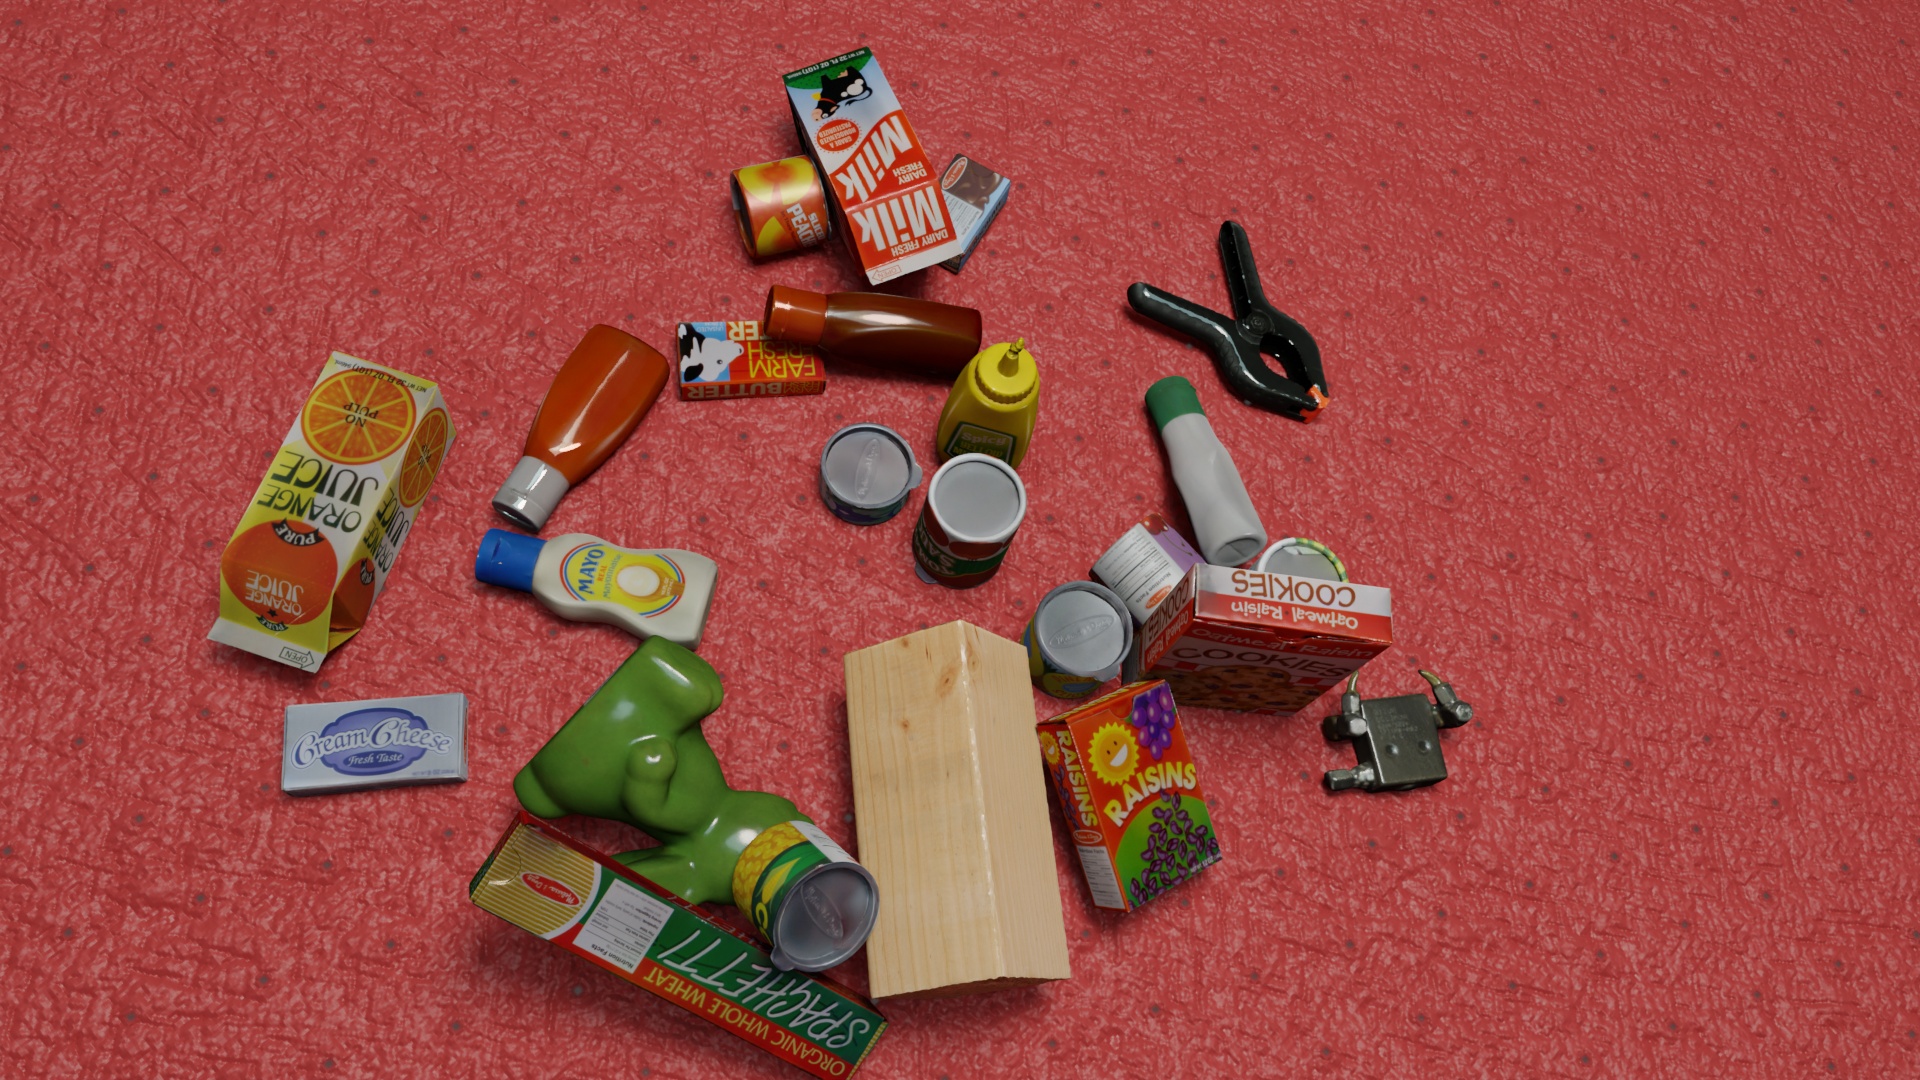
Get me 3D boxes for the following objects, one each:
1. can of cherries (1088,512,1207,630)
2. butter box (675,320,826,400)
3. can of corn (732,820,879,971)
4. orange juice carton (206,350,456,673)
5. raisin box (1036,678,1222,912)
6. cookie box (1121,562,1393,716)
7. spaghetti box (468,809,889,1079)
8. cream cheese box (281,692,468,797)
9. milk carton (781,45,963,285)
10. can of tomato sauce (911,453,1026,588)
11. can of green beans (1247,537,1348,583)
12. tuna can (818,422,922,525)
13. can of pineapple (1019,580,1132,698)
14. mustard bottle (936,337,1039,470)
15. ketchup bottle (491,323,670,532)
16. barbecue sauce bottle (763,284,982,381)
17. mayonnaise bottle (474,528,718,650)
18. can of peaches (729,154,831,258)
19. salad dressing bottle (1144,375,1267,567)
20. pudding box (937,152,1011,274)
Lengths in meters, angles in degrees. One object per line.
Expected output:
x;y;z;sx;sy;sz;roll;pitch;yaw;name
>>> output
0.131;0.023;0.957;0.072;0.071;0.058;-38;77;-21;can of cherries
-0.150;-0.130;0.994;0.104;0.024;0.053;-4;67;-11;butter box
-0.091;0.203;0.791;0.071;0.058;0.071;-11;110;-31;can of corn
-0.396;-0.014;0.876;0.072;0.072;0.193;18;66;-2;orange juice carton
0.107;0.159;0.875;0.086;0.040;0.123;-18;90;-32;raisin box
0.183;0.069;0.887;0.123;0.166;0.040;7;67;-7;cookie box
-0.152;0.232;0.775;0.250;0.029;0.050;36;83;-22;spaghetti box
-0.357;0.125;0.850;0.104;0.024;0.053;-3;67;-11;cream cheese box
-0.064;-0.265;1.015;0.072;0.073;0.191;-22;61;-6;milk carton
0.003;-0.012;0.937;0.071;0.082;0.071;4;67;-8;can of tomato sauce
0.229;0.038;0.968;0.071;0.057;0.071;4;67;-8;can of green beans
-0.063;-0.045;0.968;0.071;0.032;0.071;3;67;-8;tuna can
0.076;0.069;0.929;0.071;0.057;0.071;3;67;-8;can of pineapple
0.022;-0.093;0.933;0.065;0.159;0.049;14;67;-2;mustard bottle
-0.260;-0.075;0.941;0.065;0.043;0.149;27;66;3;ketchup bottle
-0.063;-0.149;0.983;0.149;0.064;0.044;8;63;-18;barbecue sauce bottle
-0.237;0.026;0.903;0.148;0.041;0.065;14;68;-4;mayonnaise bottle
-0.133;-0.244;1.022;0.058;0.071;0.071;-16;71;-15;can of peaches
0.172;-0.052;0.992;0.044;0.064;0.148;-32;54;23;salad dressing bottle
-0.001;-0.252;1.068;0.050;0.030;0.084;28;66;4;pudding box
